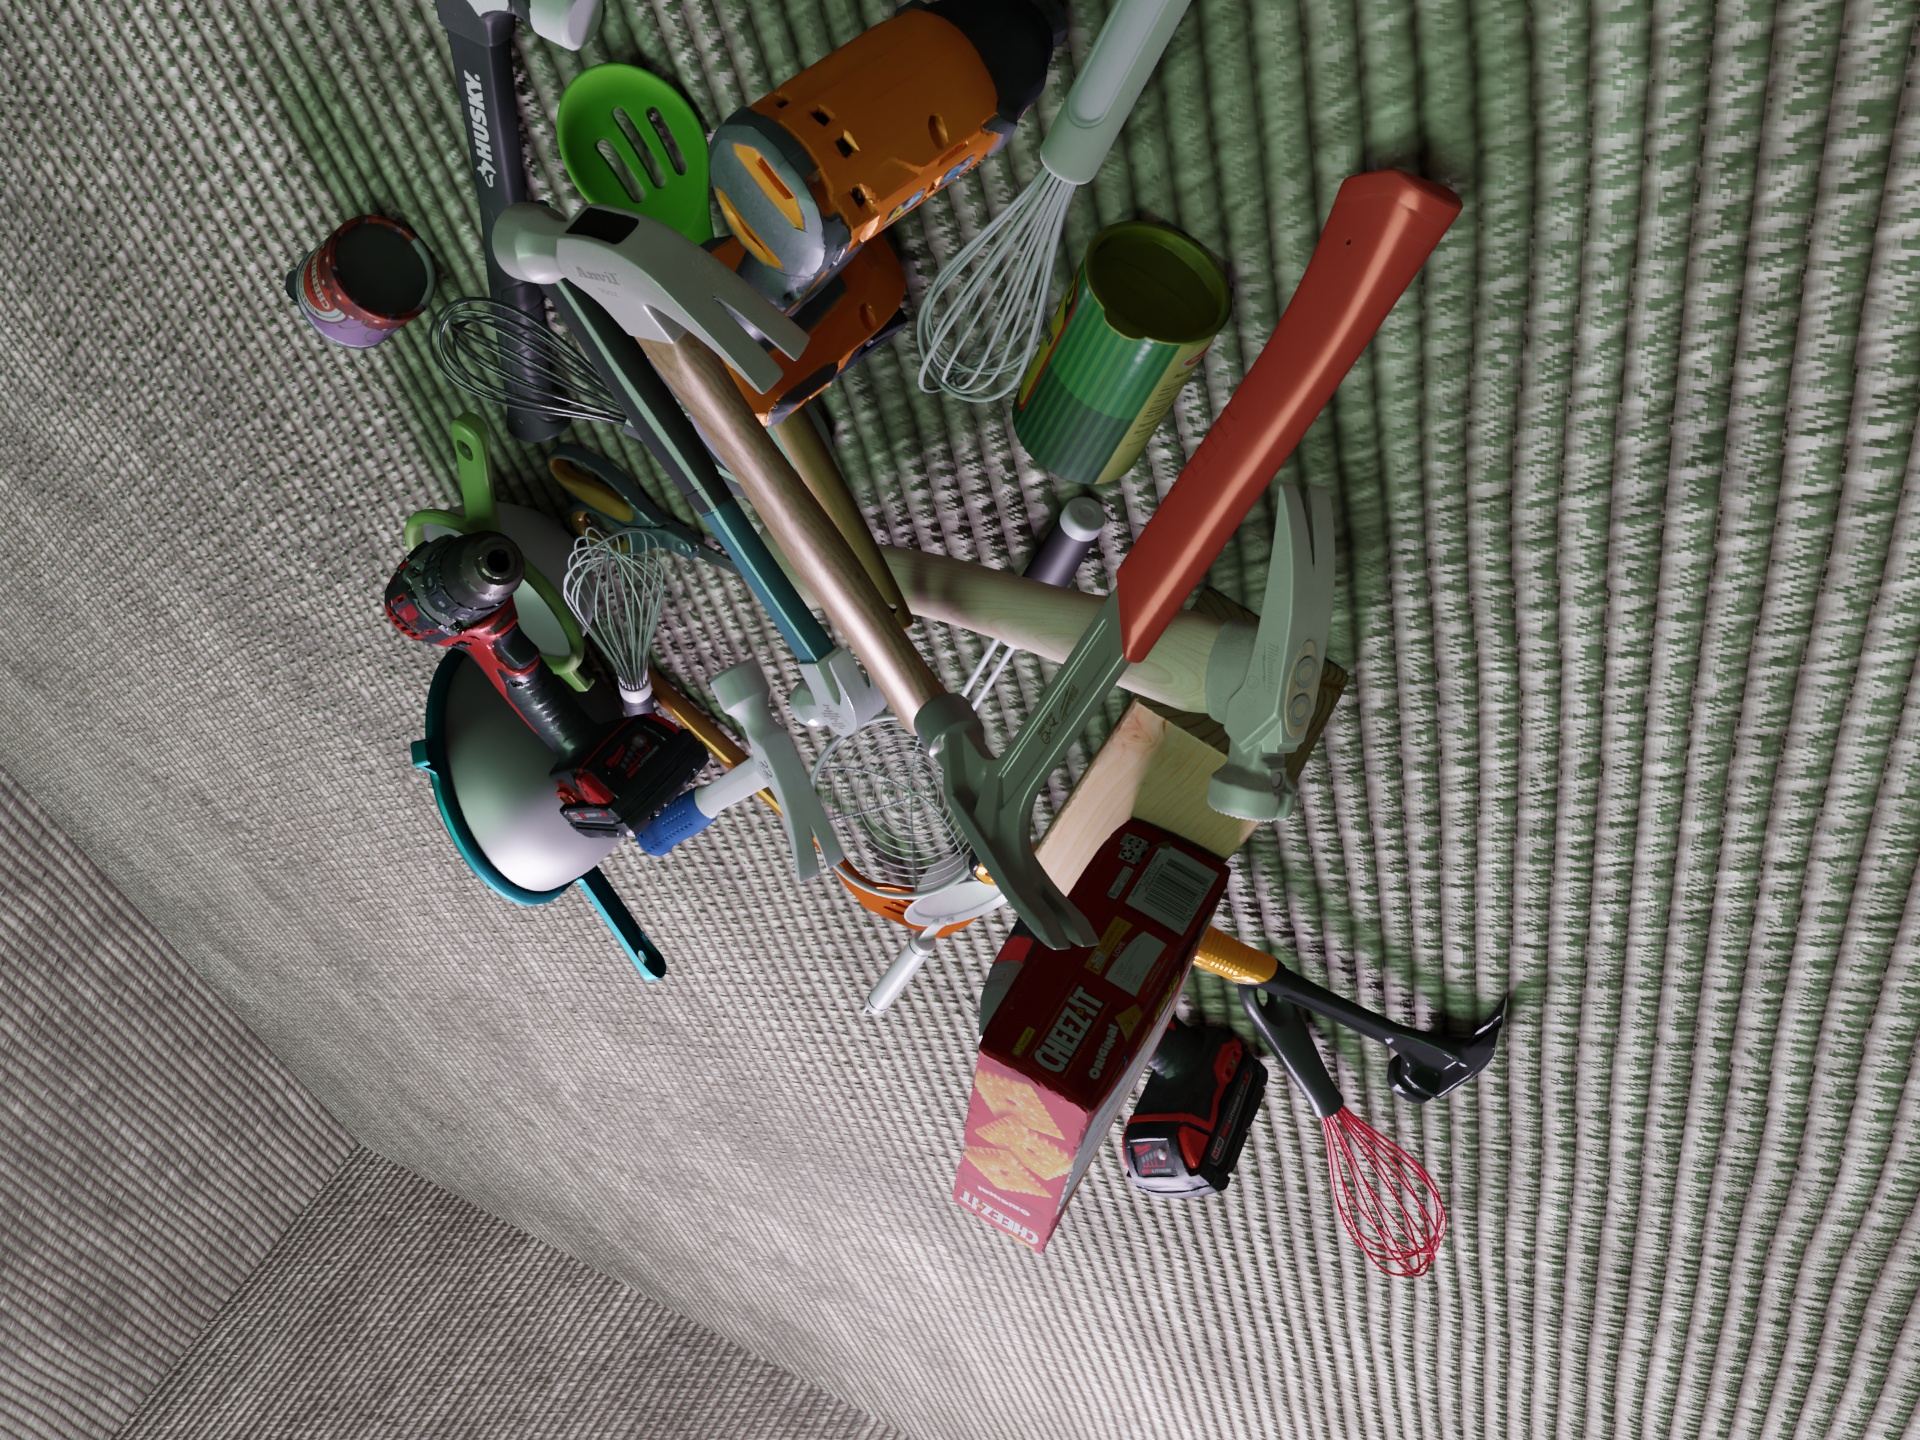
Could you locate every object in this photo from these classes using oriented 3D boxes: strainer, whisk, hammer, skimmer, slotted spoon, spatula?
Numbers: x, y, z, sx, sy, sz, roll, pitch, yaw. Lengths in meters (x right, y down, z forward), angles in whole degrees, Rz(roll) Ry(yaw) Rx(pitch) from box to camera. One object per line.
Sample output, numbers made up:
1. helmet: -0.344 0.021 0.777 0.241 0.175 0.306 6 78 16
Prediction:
1. strainer: -0.302 -0.133 1.073 0.151 0.069 0.256 31 150 9
2. whisk: -0.189 -0.173 0.913 0.239 0.055 0.055 25 149 -11
3. hammer: -0.184 0.065 1.182 0.144 0.035 0.405 64 155 0
4. skimmer: -0.002 -0.003 0.949 0.127 0.090 0.363 35 148 2
5. whisk: -0.232 -0.042 1.113 0.070 0.070 0.284 28 151 11
6. strainer: -0.282 0.077 1.242 0.095 0.211 0.340 -15 124 15
7. hammer: 0.164 0.144 0.989 0.337 0.034 0.127 24 150 3
8. hammer: -0.257 -0.280 0.883 0.146 0.035 0.334 28 147 11
9. strainer: -0.027 0.161 1.192 0.258 0.086 0.050 -57 44 45
10. hammer: -0.142 -0.129 0.870 0.330 0.033 0.128 57 159 -17
11. hammer: 0.016 -0.071 0.827 0.411 0.038 0.146 19 105 47
12. whisk: 0.263 0.279 1.102 0.073 0.073 0.295 -7 123 47
13. whisk: 0.039 -0.223 0.653 0.058 0.059 0.246 47 139 11
14. slotted spoon: -0.104 -0.181 0.808 0.070 0.031 0.313 -26 104 12
15. hammer: -0.075 -0.094 0.720 0.130 0.031 0.331 21 157 37
16. hammer: 0.096 -0.066 0.681 0.149 0.036 0.359 57 130 32
17. spatula: -0.125 0.063 1.213 0.322 0.041 0.081 43 145 -4

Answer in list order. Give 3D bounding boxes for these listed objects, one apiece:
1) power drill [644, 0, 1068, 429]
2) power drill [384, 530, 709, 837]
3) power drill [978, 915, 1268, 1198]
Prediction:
1. power drill: -0.046 -0.217 0.677 0.084 0.164 0.226 50 157 -5
2. power drill: -0.270 -0.029 1.035 0.226 0.080 0.188 50 153 -18
3. power drill: 0.104 0.228 1.102 0.219 0.143 0.078 45 144 -18
